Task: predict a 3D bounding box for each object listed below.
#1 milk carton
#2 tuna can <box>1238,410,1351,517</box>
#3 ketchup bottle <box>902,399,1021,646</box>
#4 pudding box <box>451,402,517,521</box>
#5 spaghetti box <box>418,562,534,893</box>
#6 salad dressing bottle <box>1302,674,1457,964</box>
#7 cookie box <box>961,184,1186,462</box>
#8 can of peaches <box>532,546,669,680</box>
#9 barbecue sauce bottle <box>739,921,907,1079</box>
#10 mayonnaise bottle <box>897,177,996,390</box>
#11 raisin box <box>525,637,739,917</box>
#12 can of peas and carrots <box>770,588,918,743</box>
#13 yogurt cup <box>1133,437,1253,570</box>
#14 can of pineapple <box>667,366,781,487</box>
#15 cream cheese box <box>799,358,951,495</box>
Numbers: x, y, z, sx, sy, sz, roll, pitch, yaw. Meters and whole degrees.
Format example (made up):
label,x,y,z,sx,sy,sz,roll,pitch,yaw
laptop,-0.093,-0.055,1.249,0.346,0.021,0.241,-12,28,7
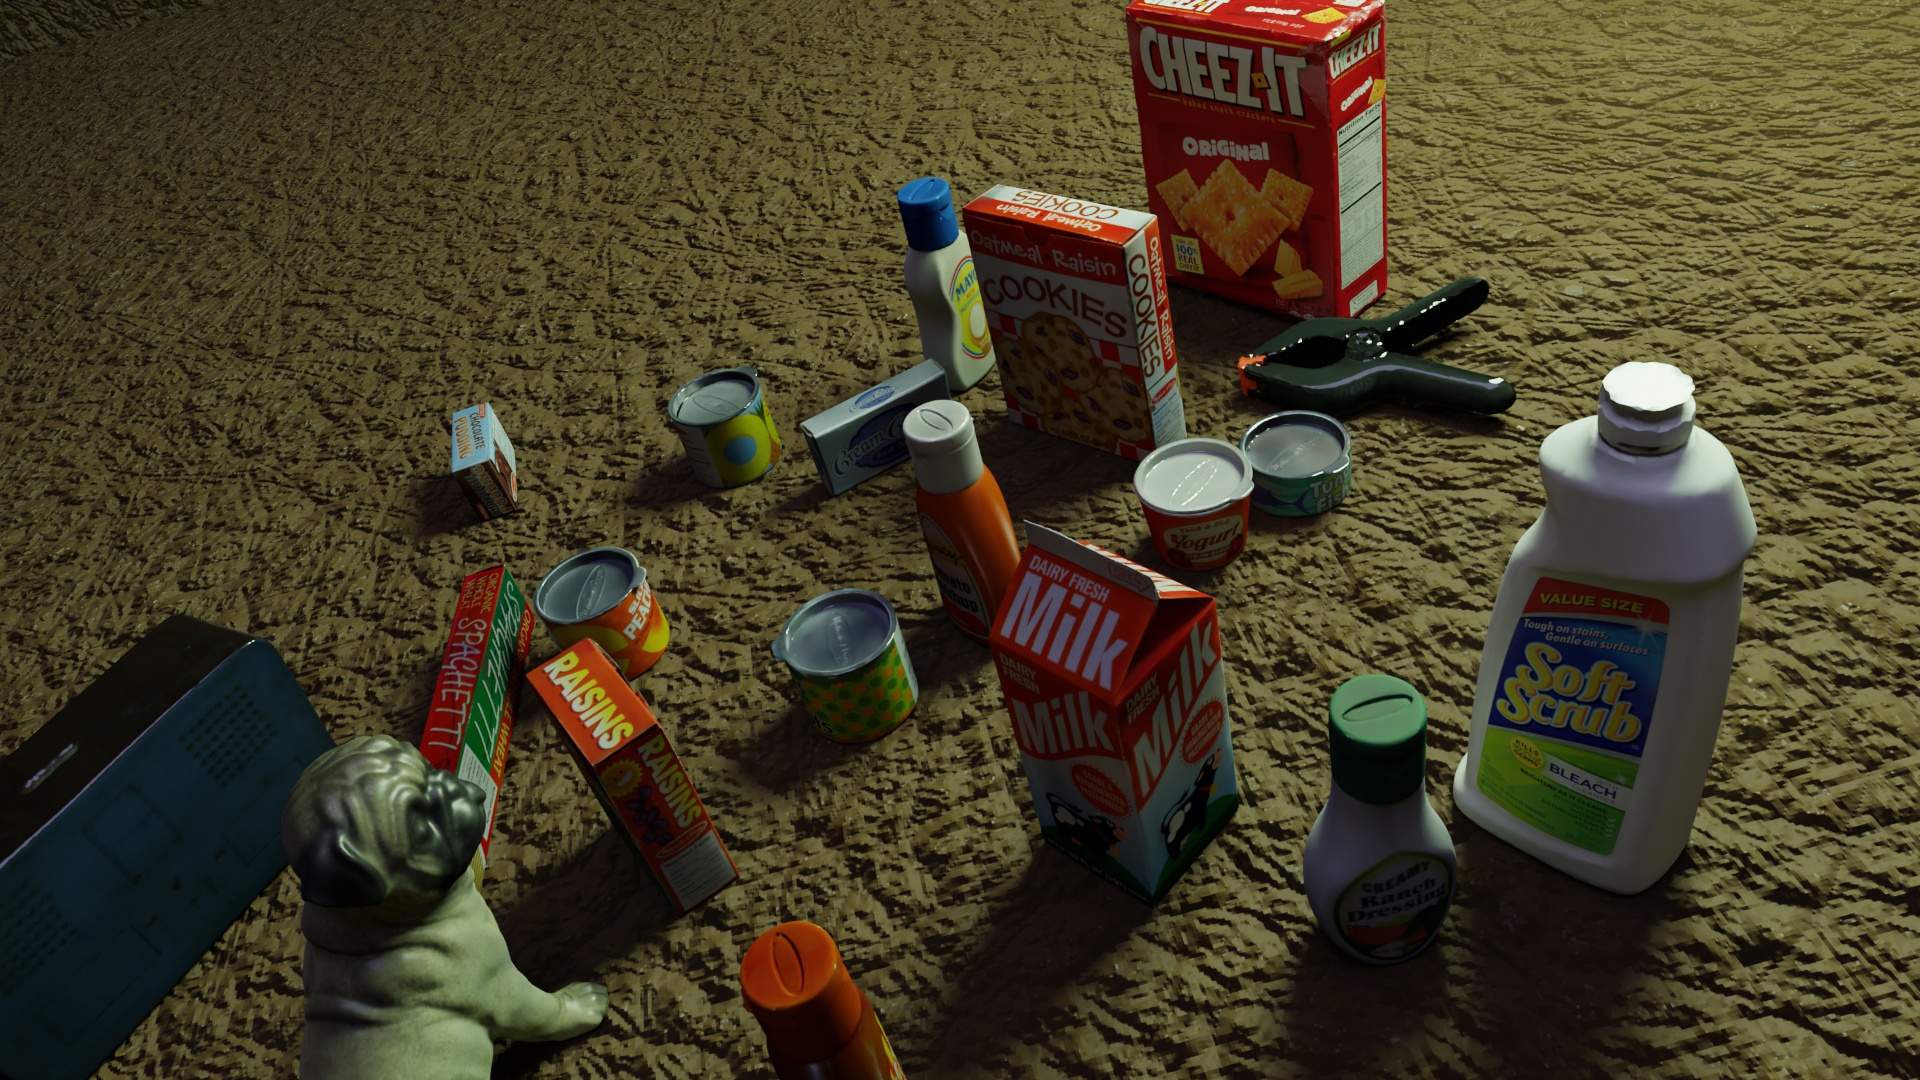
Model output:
label,x,y,z,sx,sy,sz,roll,pitch,yaw
milk carton,0.070,0.072,0.626,0.072,0.189,0.074,24,54,38
tuna can,0.205,-0.046,0.842,0.071,0.032,0.071,-9,40,8
ketchup bottle,0.003,-0.010,0.774,0.044,0.148,0.065,-34,43,-21
pudding box,-0.349,-0.059,1.020,0.030,0.049,0.084,-20,40,-5
spaghetti box,-0.283,0.113,0.800,0.029,0.050,0.251,-13,40,3
salad dressing bottle,0.173,0.117,0.575,0.064,0.147,0.044,-16,40,0
cookie box,0.074,-0.135,0.882,0.123,0.166,0.040,21,52,36
can of peaches,-0.216,0.047,0.849,0.071,0.057,0.071,-9,40,8
barbecue sauce bottle,-0.047,0.205,0.542,0.044,0.147,0.065,-22,40,-8
mayonnaise bottle,-0.010,-0.180,0.976,0.041,0.147,0.065,12,47,29
raisin box,-0.163,0.119,0.698,0.040,0.122,0.086,-33,43,-19
can of peas and carrots,-0.063,0.071,0.772,0.071,0.058,0.071,-9,40,8
yogurt cup,0.139,-0.019,0.816,0.072,0.053,0.073,-9,40,8
can of pineapple,-0.163,-0.080,0.978,0.071,0.057,0.071,-9,40,8
cream cheese box,-0.053,-0.077,0.943,0.104,0.053,0.024,-28,41,-15
